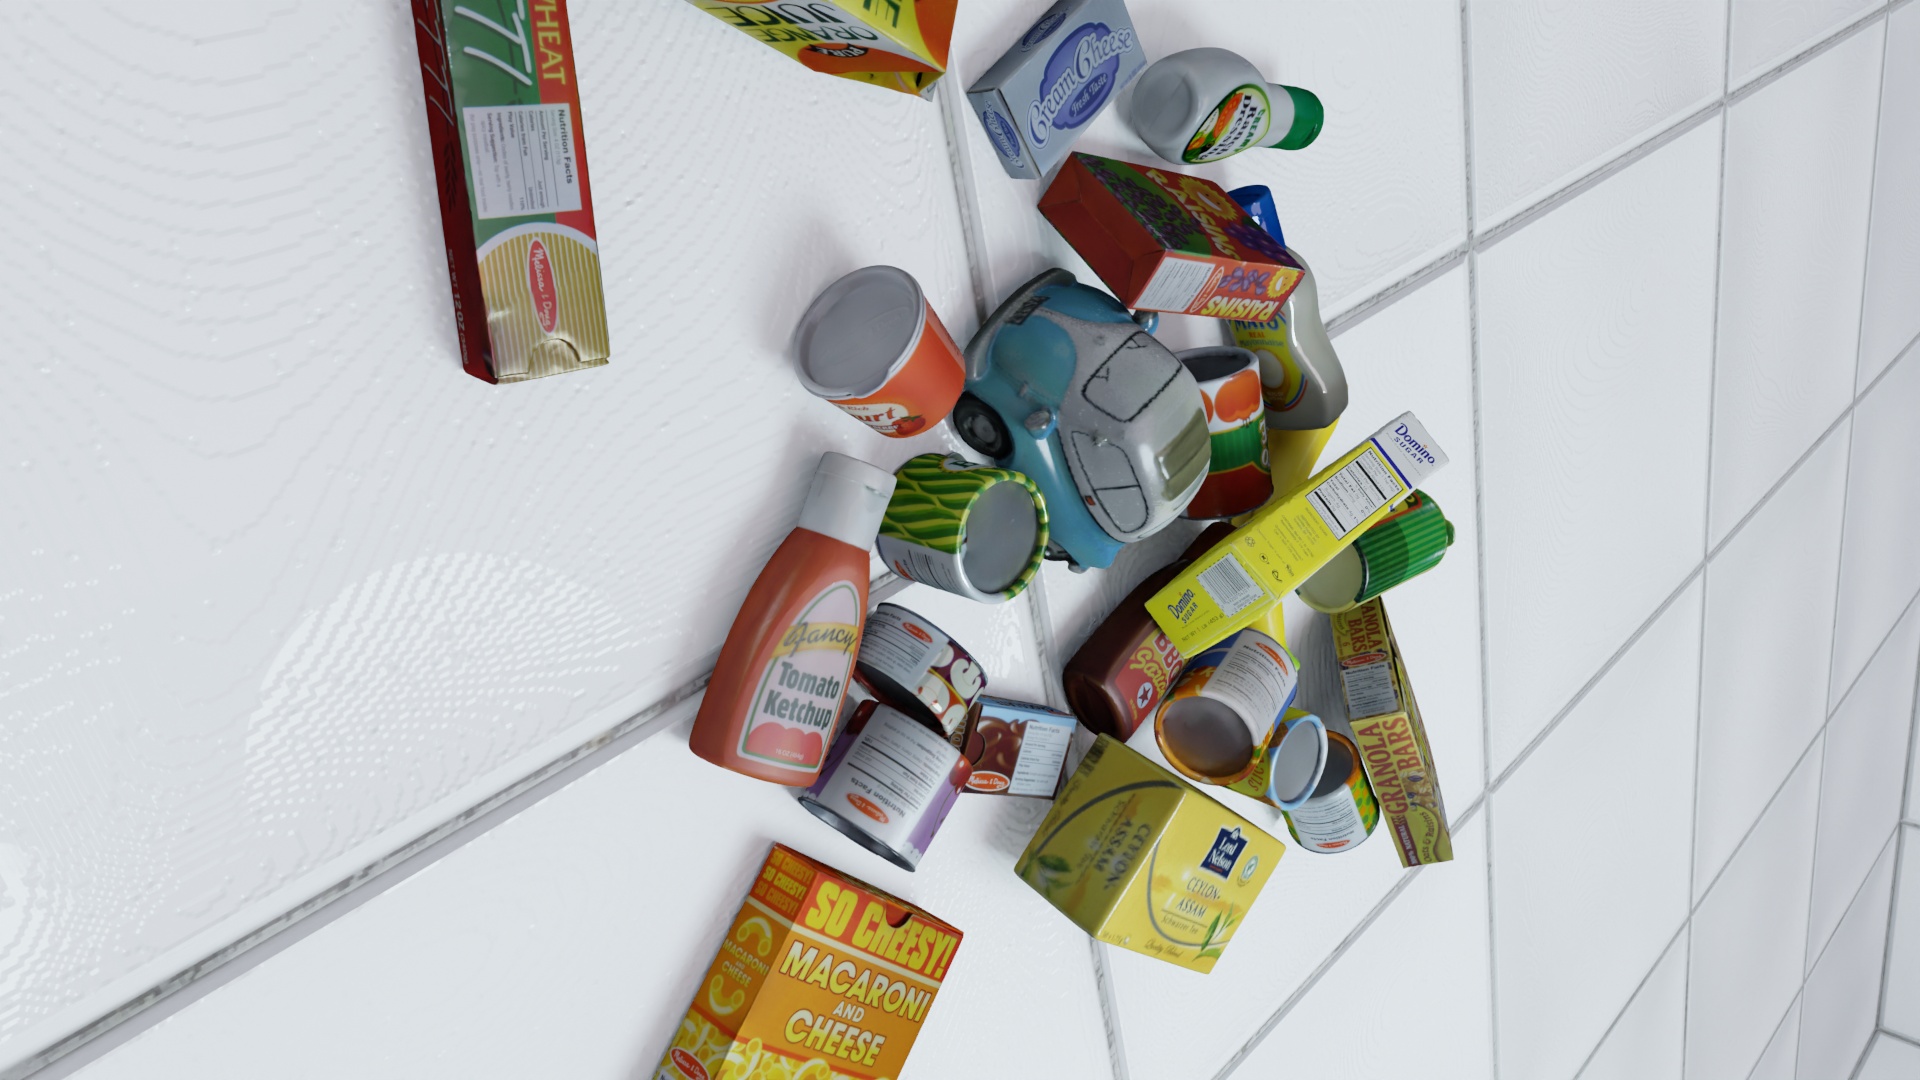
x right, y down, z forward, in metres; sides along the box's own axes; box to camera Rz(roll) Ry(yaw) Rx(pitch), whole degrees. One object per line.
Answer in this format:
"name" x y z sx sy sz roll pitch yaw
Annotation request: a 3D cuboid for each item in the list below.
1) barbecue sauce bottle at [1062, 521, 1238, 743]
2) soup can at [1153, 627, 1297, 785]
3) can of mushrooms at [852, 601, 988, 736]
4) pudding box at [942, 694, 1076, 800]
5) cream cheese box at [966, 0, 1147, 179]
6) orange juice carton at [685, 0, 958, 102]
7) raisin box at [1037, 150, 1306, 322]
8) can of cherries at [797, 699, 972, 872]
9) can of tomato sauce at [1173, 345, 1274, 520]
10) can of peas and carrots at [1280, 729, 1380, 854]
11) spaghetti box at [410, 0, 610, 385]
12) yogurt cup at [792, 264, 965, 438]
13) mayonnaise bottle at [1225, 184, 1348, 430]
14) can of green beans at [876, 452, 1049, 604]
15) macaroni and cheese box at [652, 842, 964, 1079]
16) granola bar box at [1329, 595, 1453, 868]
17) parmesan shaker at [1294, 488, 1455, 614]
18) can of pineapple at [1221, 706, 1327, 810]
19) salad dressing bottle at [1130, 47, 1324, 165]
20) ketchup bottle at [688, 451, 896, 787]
"barbecue sauce bottle" 0.121 0.048 0.823 0.149 0.044 0.064 -46 136 -27
"soup can" 0.160 0.102 0.845 0.084 0.071 0.071 -40 128 -53
"can of mushrooms" -0.022 0.064 0.672 0.033 0.071 0.071 -53 131 -20
"pudding box" 0.023 0.111 0.753 0.084 0.030 0.049 15 91 -45
"cream cheese box" 0.051 -0.233 0.697 0.104 0.024 0.053 -50 130 -23
"orange juice carton" -0.057 -0.236 0.543 0.193 0.073 0.071 6 95 -57
"raisin box" 0.113 -0.157 0.731 0.124 0.086 0.040 -4 137 -43
"can of cherries" -0.036 0.119 0.675 0.071 0.071 0.058 48 66 -40
"can of tomato sauce" 0.145 -0.063 0.801 0.071 0.071 0.082 -31 120 -35
"can of peas and carrots" 0.253 0.173 0.971 0.071 0.071 0.058 -47 128 -25
"spaghetti box" -0.166 -0.183 0.494 0.050 0.029 0.249 -18 112 -40
"yogurt cup" -0.034 -0.082 0.626 0.054 0.072 0.072 41 72 -51
"mayonnaise bottle" 0.185 -0.137 0.829 0.041 0.065 0.147 -43 123 -32
"can of green beans" 0.002 -0.006 0.682 0.071 0.058 0.071 -13 110 -42
"macaroni and cheese box" -0.079 0.248 0.681 0.123 0.040 0.167 39 73 -44
"granola bar box" 0.305 0.132 0.984 0.125 0.039 0.165 -83 151 -49
"parmesan shaker" 0.280 0.005 0.948 0.103 0.071 0.071 -18 113 -40
"can of pineapple" 0.198 0.138 0.911 0.071 0.058 0.070 -14 110 -41
"salad dressing bottle" 0.154 -0.240 0.777 0.148 0.044 0.064 -15 149 -48
"ketchup bottle" -0.071 0.034 0.633 0.064 0.043 0.149 24 83 -45
